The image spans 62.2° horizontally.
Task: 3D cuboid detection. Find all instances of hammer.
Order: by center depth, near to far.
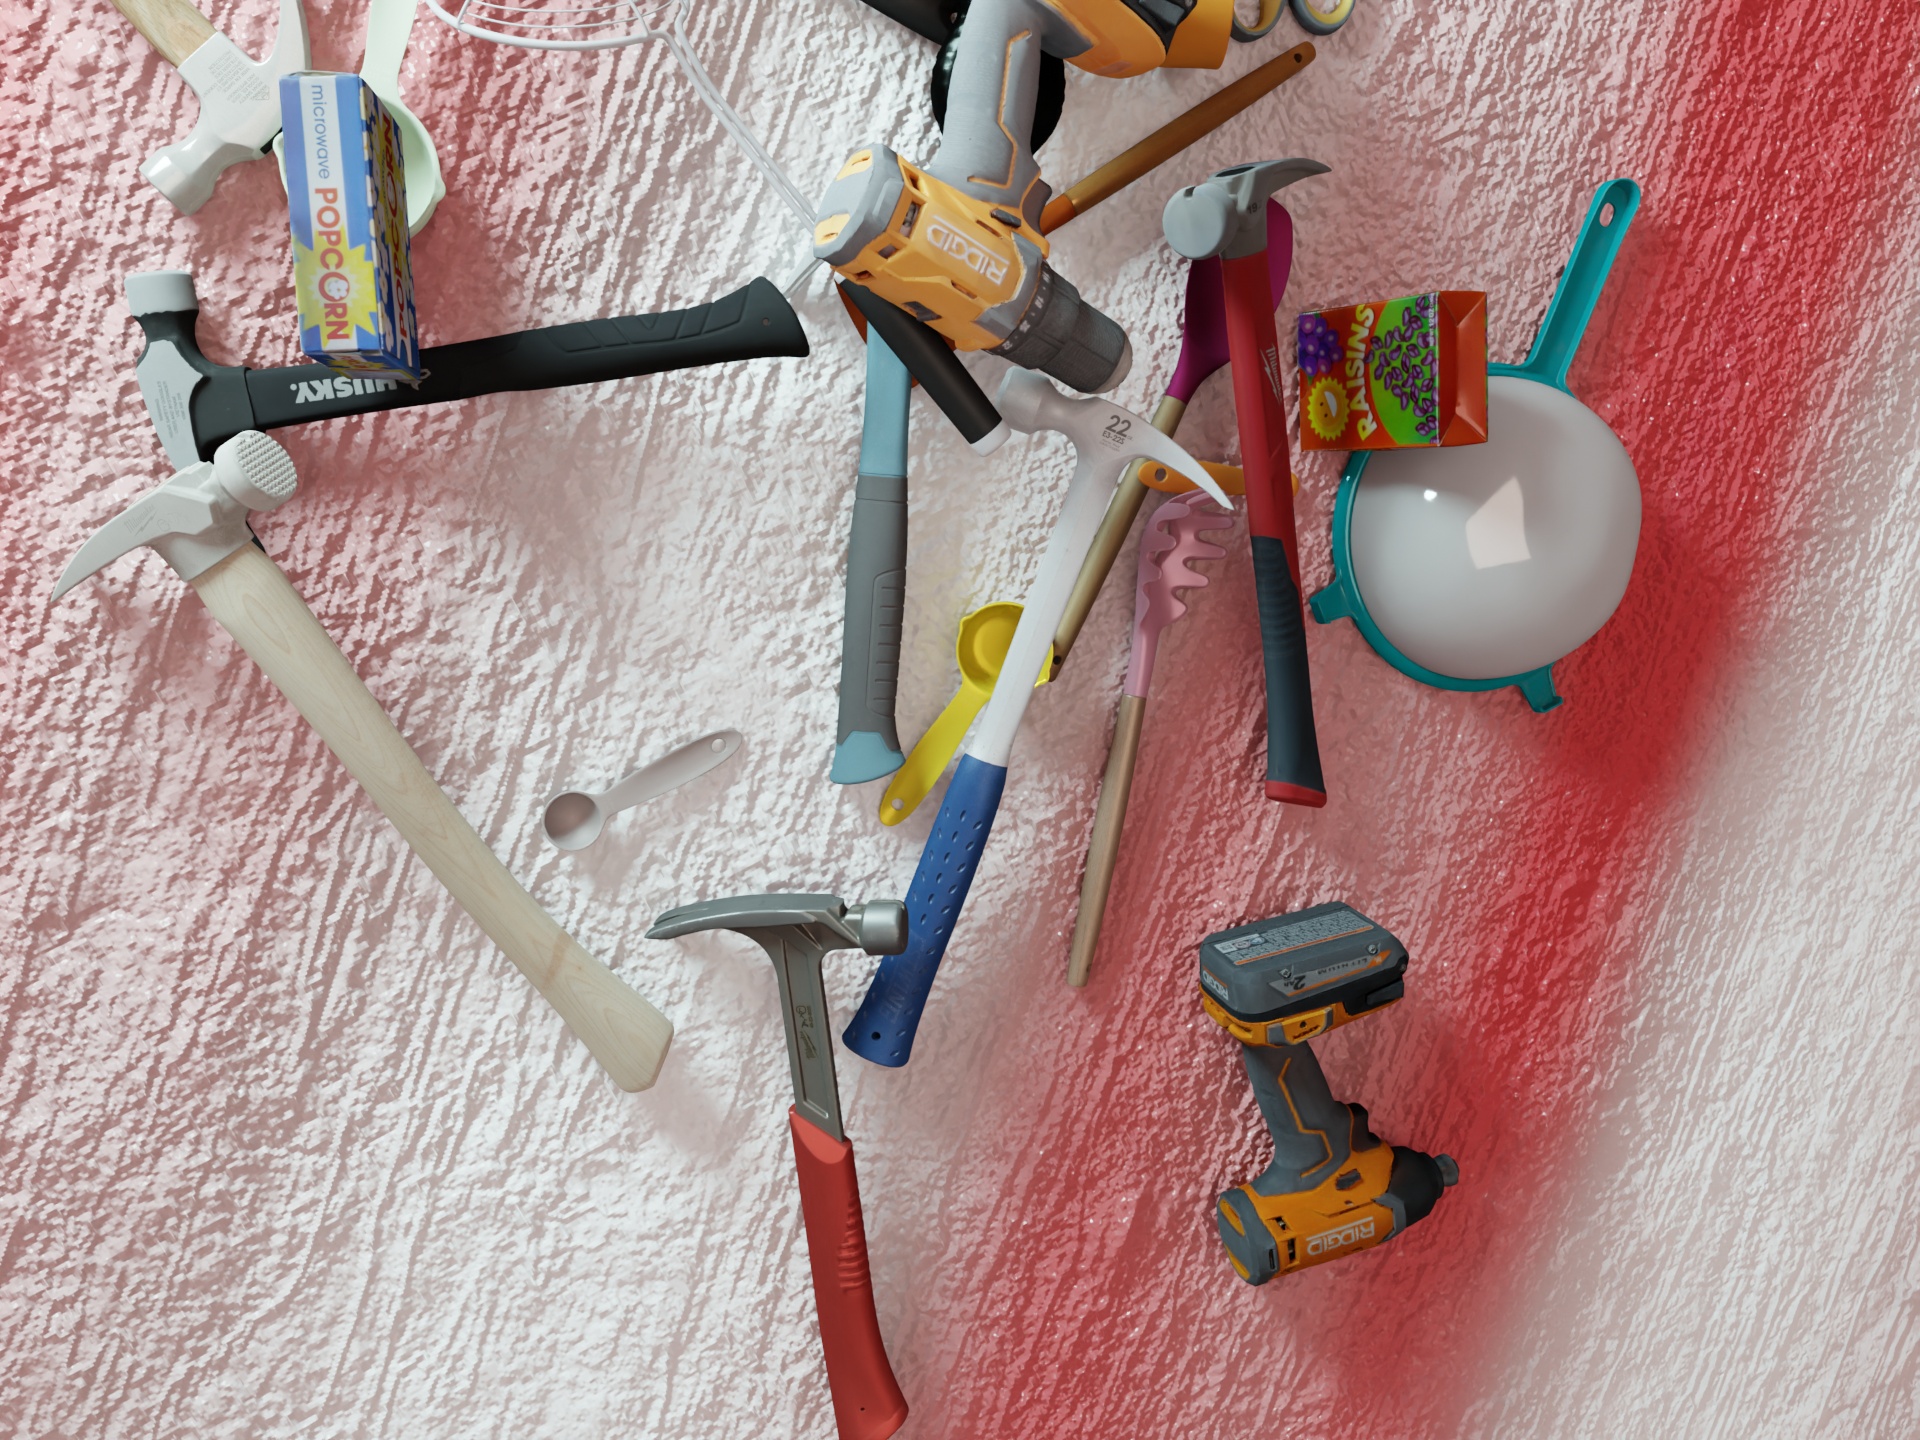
[{"bbox_3d":[-0.451,-0.412,0.758,0.130,0.031,0.331,-45,106,-5],"label":"hammer"},{"bbox_3d":[-0.246,-0.179,0.830,0.334,0.035,0.146,-10,101,-7],"label":"hammer"},{"bbox_3d":[-0.296,0.051,0.851,0.146,0.038,0.410,-25,113,21],"label":"hammer"},{"bbox_3d":[-0.043,-0.125,0.899,0.128,0.033,0.331,5,101,1],"label":"hammer"},{"bbox_3d":[0.024,0.015,0.913,0.144,0.035,0.405,21,101,3],"label":"hammer"},{"bbox_3d":[-0.088,0.274,0.943,0.149,0.037,0.359,-3,105,9],"label":"hammer"},{"bbox_3d":[0.191,-0.129,0.944,0.143,0.038,0.386,-36,123,-45],"label":"hammer"}]

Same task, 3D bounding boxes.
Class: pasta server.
[{"bbox_3d":[0.107,0.013,0.969,0.060,0.040,0.316,2,101,-51],"label":"pasta server"}]

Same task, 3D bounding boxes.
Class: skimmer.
[{"bbox_3d":[-0.116,-0.269,0.828,0.363,0.090,0.127,48,42,-16],"label":"skimmer"}]

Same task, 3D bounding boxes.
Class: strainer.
[{"bbox_3d":[0.369,-0.177,0.983,0.211,0.095,0.340,20,94,-17],"label":"strainer"}]

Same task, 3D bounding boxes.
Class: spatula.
[{"bbox_3d":[0.077,-0.309,0.923,0.322,0.041,0.081,-35,104,-12],"label":"spatula"}]

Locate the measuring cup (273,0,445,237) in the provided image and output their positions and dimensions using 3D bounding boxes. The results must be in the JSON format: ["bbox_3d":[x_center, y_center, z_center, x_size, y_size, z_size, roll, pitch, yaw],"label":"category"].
[{"bbox_3d":[-0.295,-0.323,0.812,0.083,0.038,0.167,12,93,-17],"label":"measuring cup"}]

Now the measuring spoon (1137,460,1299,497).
[{"bbox_3d":[0.159,-0.145,0.964,0.117,0.011,0.021,1,102,-26],"label":"measuring spoon"}]

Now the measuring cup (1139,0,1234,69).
[{"bbox_3d":[0.120,-0.450,0.894,0.052,0.095,0.174,-2,78,-1],"label":"measuring cup"}]

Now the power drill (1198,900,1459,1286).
[{"bbox_3d":[0.239,0.237,1.018,0.164,0.084,0.226,-12,105,-14],"label":"power drill"}]

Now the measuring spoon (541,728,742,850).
[{"bbox_3d":[-0.181,0.036,0.909,0.124,0.018,0.034,-28,104,-17],"label":"measuring spoon"}]

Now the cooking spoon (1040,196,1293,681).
[{"bbox_3d":[0.118,-0.169,0.955,0.068,0.017,0.319,25,91,-27],"label":"cooking spoon"}]

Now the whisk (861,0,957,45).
[{"bbox_3d":[-0.107,-0.423,0.840,0.295,0.073,0.073,17,93,-23],"label":"whisk"}]

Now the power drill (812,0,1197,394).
[{"bbox_3d":[0.043,-0.294,0.818,0.185,0.084,0.226,24,85,-31],"label":"power drill"}]

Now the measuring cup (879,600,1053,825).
[{"bbox_3d":[-0.002,-0.003,0.948,0.062,0.029,0.156,34,101,-3],"label":"measuring cup"}]
